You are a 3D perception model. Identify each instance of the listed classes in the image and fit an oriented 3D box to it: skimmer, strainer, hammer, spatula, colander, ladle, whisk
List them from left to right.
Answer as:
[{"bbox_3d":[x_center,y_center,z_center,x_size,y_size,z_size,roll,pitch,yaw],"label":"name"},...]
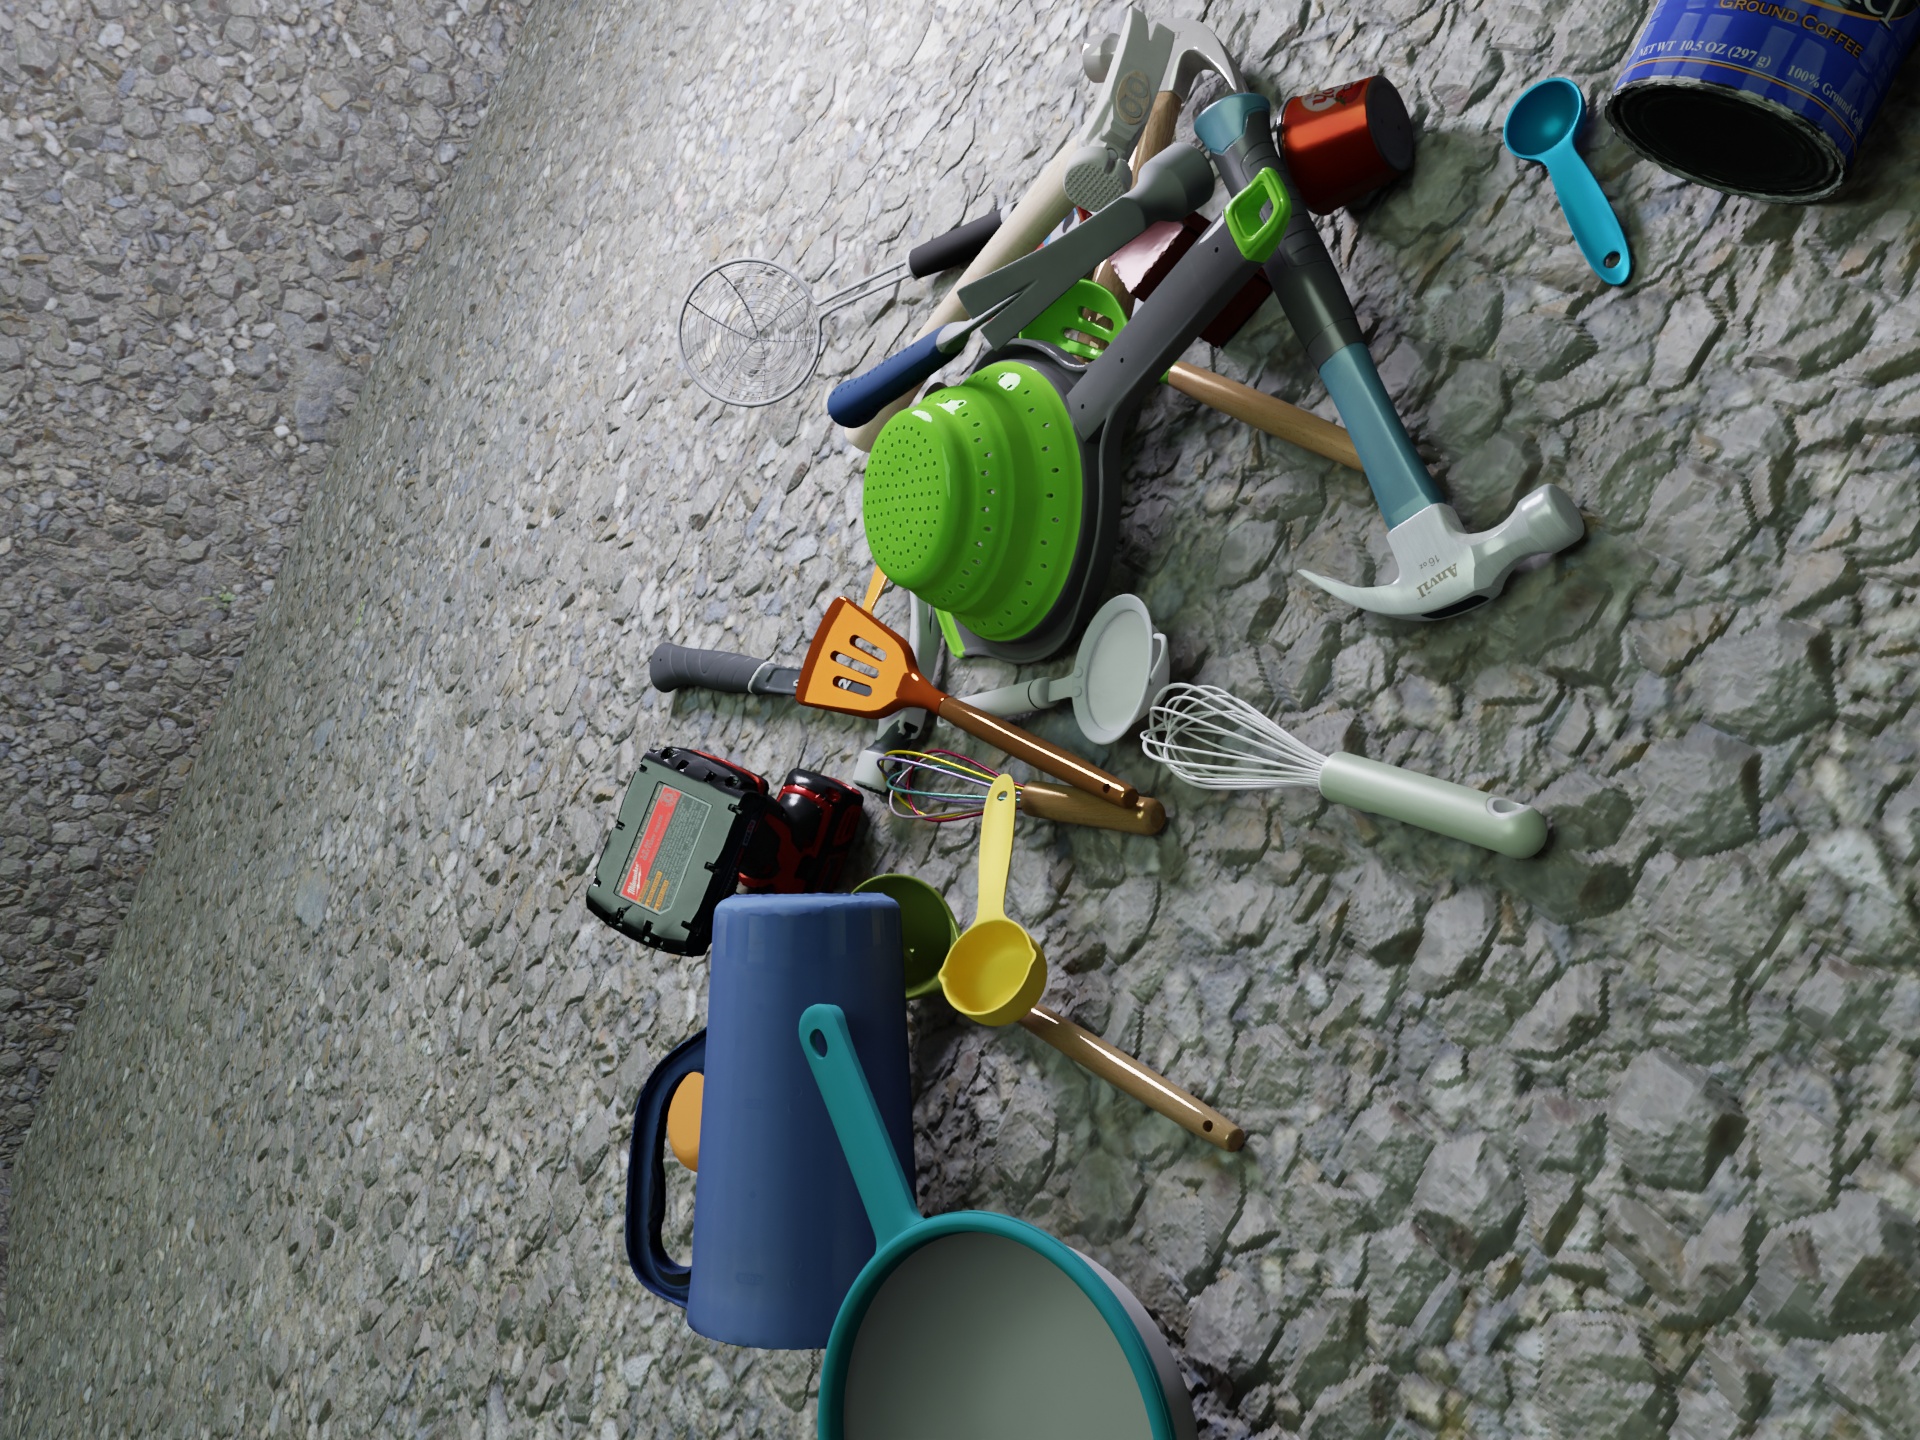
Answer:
[{"bbox_3d":[-0.143,-0.037,1.237,0.409,0.036,0.149,8,78,54],"label":"hammer"},{"bbox_3d":[-0.096,-0.348,1.286,0.363,0.090,0.127,-7,100,48],"label":"skimmer"},{"bbox_3d":[-0.005,-0.230,0.952,0.144,0.035,0.405,-39,12,-19],"label":"hammer"},{"bbox_3d":[-0.002,-0.003,0.985,0.323,0.041,0.081,26,95,53],"label":"spatula"},{"bbox_3d":[0.015,-0.301,1.081,0.410,0.038,0.146,-36,32,58],"label":"hammer"},{"bbox_3d":[0.012,0.289,0.782,0.211,0.095,0.341,-44,55,26],"label":"strainer"},{"bbox_3d":[0.031,0.048,0.967,0.245,0.051,0.047,6,98,49],"label":"whisk"},{"bbox_3d":[0.033,0.163,0.887,0.320,0.062,0.078,22,89,52],"label":"ladle"},{"bbox_3d":[0.041,-0.175,0.929,0.397,0.094,0.205,-45,55,49],"label":"colander"},{"bbox_3d":[0.057,-0.019,0.961,0.258,0.050,0.087,-13,68,56],"label":"strainer"},{"bbox_3d":[0.105,-0.294,1.028,0.130,0.031,0.331,11,85,38],"label":"hammer"},{"bbox_3d":[0.178,0.026,0.781,0.246,0.058,0.059,19,123,52],"label":"whisk"},{"bbox_3d":[0.193,-0.198,0.820,0.128,0.033,0.331,-36,60,36],"label":"hammer"}]

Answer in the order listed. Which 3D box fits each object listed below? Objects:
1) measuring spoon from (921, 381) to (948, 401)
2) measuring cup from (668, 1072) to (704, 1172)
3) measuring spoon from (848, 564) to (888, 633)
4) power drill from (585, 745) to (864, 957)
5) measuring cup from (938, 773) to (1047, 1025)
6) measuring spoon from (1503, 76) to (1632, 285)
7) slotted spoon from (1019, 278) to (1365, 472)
[{"bbox_3d":[-0.001,-0.199,1.154,0.034,0.018,0.124,-50,46,34],"label":"measuring spoon"},{"bbox_3d":[-0.161,0.230,1.107,0.095,0.052,0.174,-22,58,46],"label":"measuring cup"},{"bbox_3d":[-0.059,-0.104,1.130,0.021,0.011,0.117,-24,34,37],"label":"measuring spoon"},{"bbox_3d":[-0.141,0.095,1.028,0.078,0.219,0.143,21,89,20],"label":"power drill"},{"bbox_3d":[0.025,0.100,0.901,0.062,0.029,0.157,-17,48,27],"label":"measuring cup"},{"bbox_3d":[0.306,-0.262,0.784,0.042,0.021,0.129,-34,57,38],"label":"measuring spoon"},{"bbox_3d":[0.142,-0.189,0.915,0.314,0.031,0.070,37,114,44],"label":"slotted spoon"}]
